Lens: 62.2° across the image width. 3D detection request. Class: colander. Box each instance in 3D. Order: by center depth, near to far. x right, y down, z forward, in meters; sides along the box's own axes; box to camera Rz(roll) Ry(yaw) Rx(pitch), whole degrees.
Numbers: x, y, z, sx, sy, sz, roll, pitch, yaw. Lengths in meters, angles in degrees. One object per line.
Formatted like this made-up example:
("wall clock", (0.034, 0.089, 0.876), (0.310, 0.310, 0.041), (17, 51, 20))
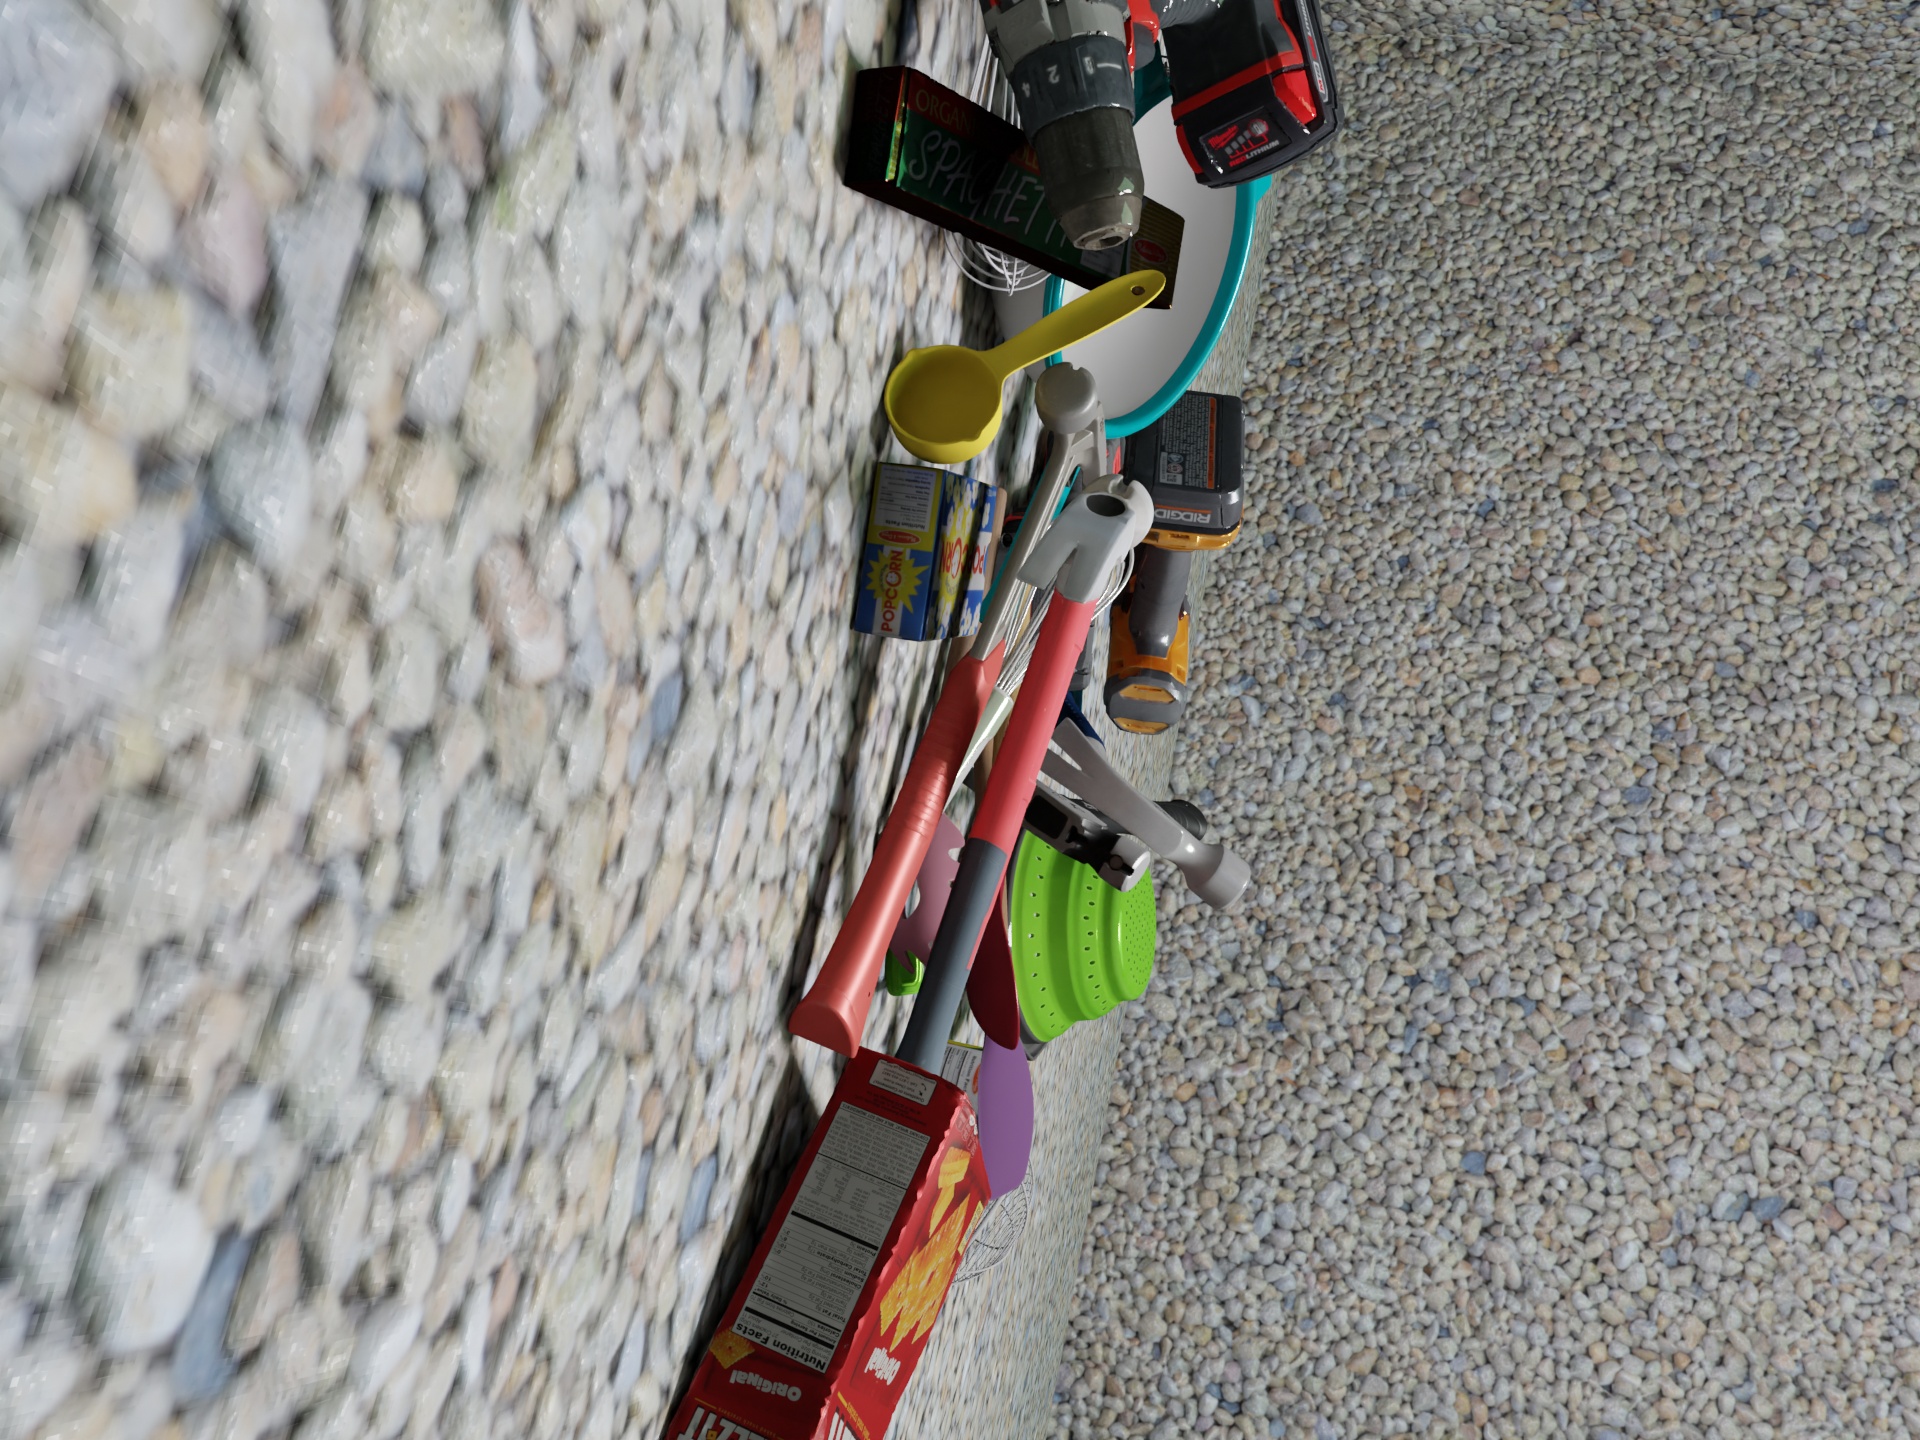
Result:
("colander", (0.061, 0.151, 1.116), (0.397, 0.094, 0.204), (3, 86, -69))

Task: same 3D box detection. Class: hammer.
("hammer", (0.011, 0.069, 0.811), (0.143, 0.038, 0.386), (-52, 162, -62))
("hammer", (-0.001, -0.001, 0.826), (0.149, 0.037, 0.359), (67, 44, -75))
("hammer", (0.089, 0.019, 1.110), (0.035, 0.144, 0.406), (-51, -168, 6))
("hammer", (0.116, 0.070, 1.181), (0.035, 0.146, 0.334), (-61, 158, 9))

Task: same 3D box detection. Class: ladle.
("ladle", (0.028, 0.037, 0.956), (0.069, 0.031, 0.316), (122, -26, -69))

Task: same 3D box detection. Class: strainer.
("strainer", (0.059, -0.225, 0.961), (0.211, 0.095, 0.340), (9, 107, -59))

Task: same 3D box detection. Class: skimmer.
("skimmer", (0.004, 0.265, 1.231), (0.127, 0.090, 0.363), (-51, 138, -71))

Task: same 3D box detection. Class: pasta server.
("pasta server", (-0.002, -0.003, 0.969), (0.040, 0.060, 0.316), (36, 56, -44))

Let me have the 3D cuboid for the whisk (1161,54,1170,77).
("whisk", (0.163, -0.453, 1.365), (0.238, 0.055, 0.055), (91, 14, -50))

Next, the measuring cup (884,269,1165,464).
("measuring cup", (0.034, -0.176, 0.782), (0.156, 0.062, 0.029), (-30, 159, -10))

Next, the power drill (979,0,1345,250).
("power drill", (0.094, -0.309, 0.752), (0.226, 0.080, 0.188), (-11, 88, -50))

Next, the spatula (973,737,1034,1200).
("spatula", (0.023, 0.143, 1.000), (0.059, 0.018, 0.316), (-10, 99, -52))

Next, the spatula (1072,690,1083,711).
("spatula", (0.116, -0.095, 1.434), (0.318, 0.044, 0.082), (-67, 163, -51))

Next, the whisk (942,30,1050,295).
("whisk", (0.028, -0.358, 0.789), (0.070, 0.070, 0.284), (-46, 139, -70))

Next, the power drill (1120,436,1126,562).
("power drill", (0.130, -0.254, 1.306), (0.171, 0.080, 0.223), (45, 52, -77))

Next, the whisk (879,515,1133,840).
("whisk", (0.025, -0.021, 0.924), (0.246, 0.059, 0.058), (-57, 179, -12))

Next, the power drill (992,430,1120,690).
("power drill", (0.072, -0.115, 1.143), (0.220, 0.078, 0.143), (-66, 162, -58))

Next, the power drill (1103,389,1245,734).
("power drill", (0.145, -0.127, 1.125), (0.226, 0.084, 0.186), (94, 4, -48))
